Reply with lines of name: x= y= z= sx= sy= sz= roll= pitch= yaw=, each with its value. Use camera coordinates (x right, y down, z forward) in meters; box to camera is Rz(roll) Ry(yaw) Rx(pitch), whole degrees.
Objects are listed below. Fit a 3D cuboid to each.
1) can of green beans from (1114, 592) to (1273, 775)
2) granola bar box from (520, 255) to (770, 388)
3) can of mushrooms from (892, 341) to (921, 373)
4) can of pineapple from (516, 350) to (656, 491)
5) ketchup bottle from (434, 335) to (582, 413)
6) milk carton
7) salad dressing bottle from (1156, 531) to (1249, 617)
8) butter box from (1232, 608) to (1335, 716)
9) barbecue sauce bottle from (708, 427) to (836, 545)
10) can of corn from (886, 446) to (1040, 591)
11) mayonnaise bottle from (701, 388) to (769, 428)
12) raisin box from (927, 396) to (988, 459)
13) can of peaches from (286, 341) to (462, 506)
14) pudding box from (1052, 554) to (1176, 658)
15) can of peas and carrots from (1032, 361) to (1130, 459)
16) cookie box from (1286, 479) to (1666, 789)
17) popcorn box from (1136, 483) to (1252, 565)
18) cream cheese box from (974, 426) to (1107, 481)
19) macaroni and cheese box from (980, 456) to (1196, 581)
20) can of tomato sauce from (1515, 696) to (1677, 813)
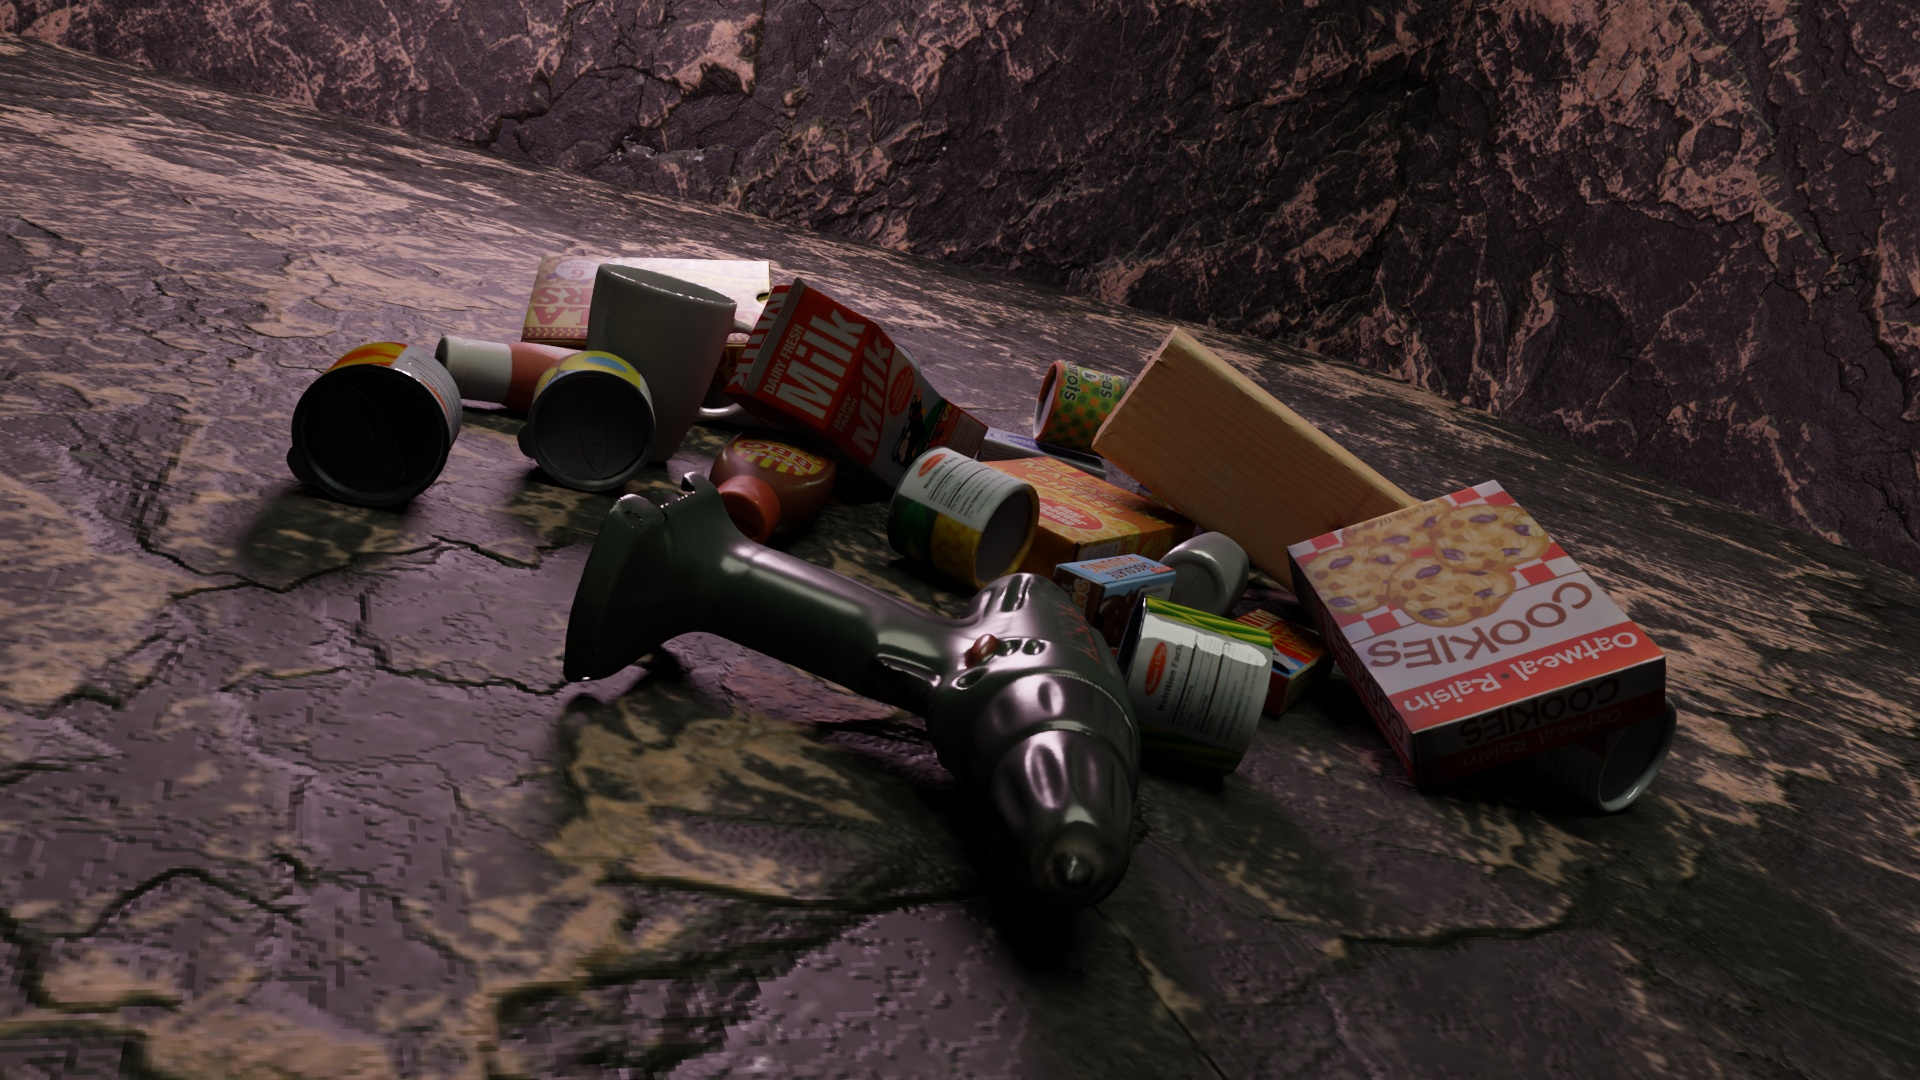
can of green beans: x=0.097 y=0.062 z=0.599 sx=0.058 sy=0.071 sz=0.071 roll=17 pitch=15 yaw=2
granola bar box: x=-0.215 y=-0.155 z=0.975 sx=0.166 sy=0.038 sz=0.125 roll=0 pitch=38 yaw=-9
can of mushrooms: x=-0.066 y=-0.124 z=1.108 sx=0.071 sy=0.070 sz=0.033 roll=14 pitch=15 yaw=-7
can of pineapple: x=-0.202 y=-0.066 z=0.755 sx=0.071 sy=0.070 sz=0.058 roll=11 pitch=15 yaw=-18
ketchup bottle: x=-0.248 y=-0.098 z=0.867 sx=0.149 sy=0.043 sz=0.065 roll=5 pitch=16 yaw=-35
milk carton: x=-0.078 y=-0.093 z=0.844 sx=0.073 sy=0.072 sz=0.190 roll=22 pitch=-6 yaw=20
salad dressing bottle: x=0.141 y=0.024 z=0.800 sx=0.044 sy=0.064 sz=0.148 roll=37 pitch=11 yaw=13
butter box: x=0.163 y=0.064 z=0.742 sx=0.053 sy=0.024 sz=0.104 roll=24 pitch=17 yaw=25
barbecue sauce bottle: x=-0.108 y=-0.025 z=0.746 sx=0.065 sy=0.043 sz=0.149 roll=17 pitch=15 yaw=-1
can of corn: x=0.003 y=-0.010 z=0.768 sx=0.058 sy=0.071 sz=0.071 roll=25 pitch=17 yaw=28
mayonnaise bottle: x=-0.162 y=-0.108 z=0.992 sx=0.148 sy=0.041 sz=0.065 roll=21 pitch=22 yaw=19
raisin box: x=-0.046 y=-0.100 z=1.016 sx=0.086 sy=0.040 sz=0.123 roll=27 pitch=0 yaw=33
can of peaches: x=-0.271 y=-0.055 z=0.646 sx=0.071 sy=0.071 sz=0.058 roll=12 pitch=15 yaw=-16
pudding box: x=0.074 y=0.036 z=0.701 sx=0.030 sy=0.049 sz=0.084 roll=23 pitch=16 yaw=31
can of peas and carrots: x=0.094 y=-0.104 z=1.089 sx=0.059 sy=0.070 sz=0.071 roll=13 pitch=15 yaw=-8
cookie box: x=0.255 y=0.043 z=0.709 sx=0.123 sy=0.040 sz=0.168 roll=-18 pitch=32 yaw=1
popcorn box: x=0.202 y=-0.012 z=1.028 sx=0.127 sy=0.038 sz=0.085 roll=7 pitch=17 yaw=-32
cream cheese box: x=0.062 y=-0.063 z=1.093 sx=0.104 sy=0.024 sz=0.053 roll=15 pitch=14 yaw=-5
macaroni and cheese box: x=0.057 y=-0.011 z=0.872 sx=0.124 sy=0.040 sz=0.167 roll=26 pitch=18 yaw=28
can of tomato sauce: x=0.312 y=0.089 z=0.714 sx=0.071 sy=0.071 sz=0.083 roll=4 pitch=19 yaw=-38
